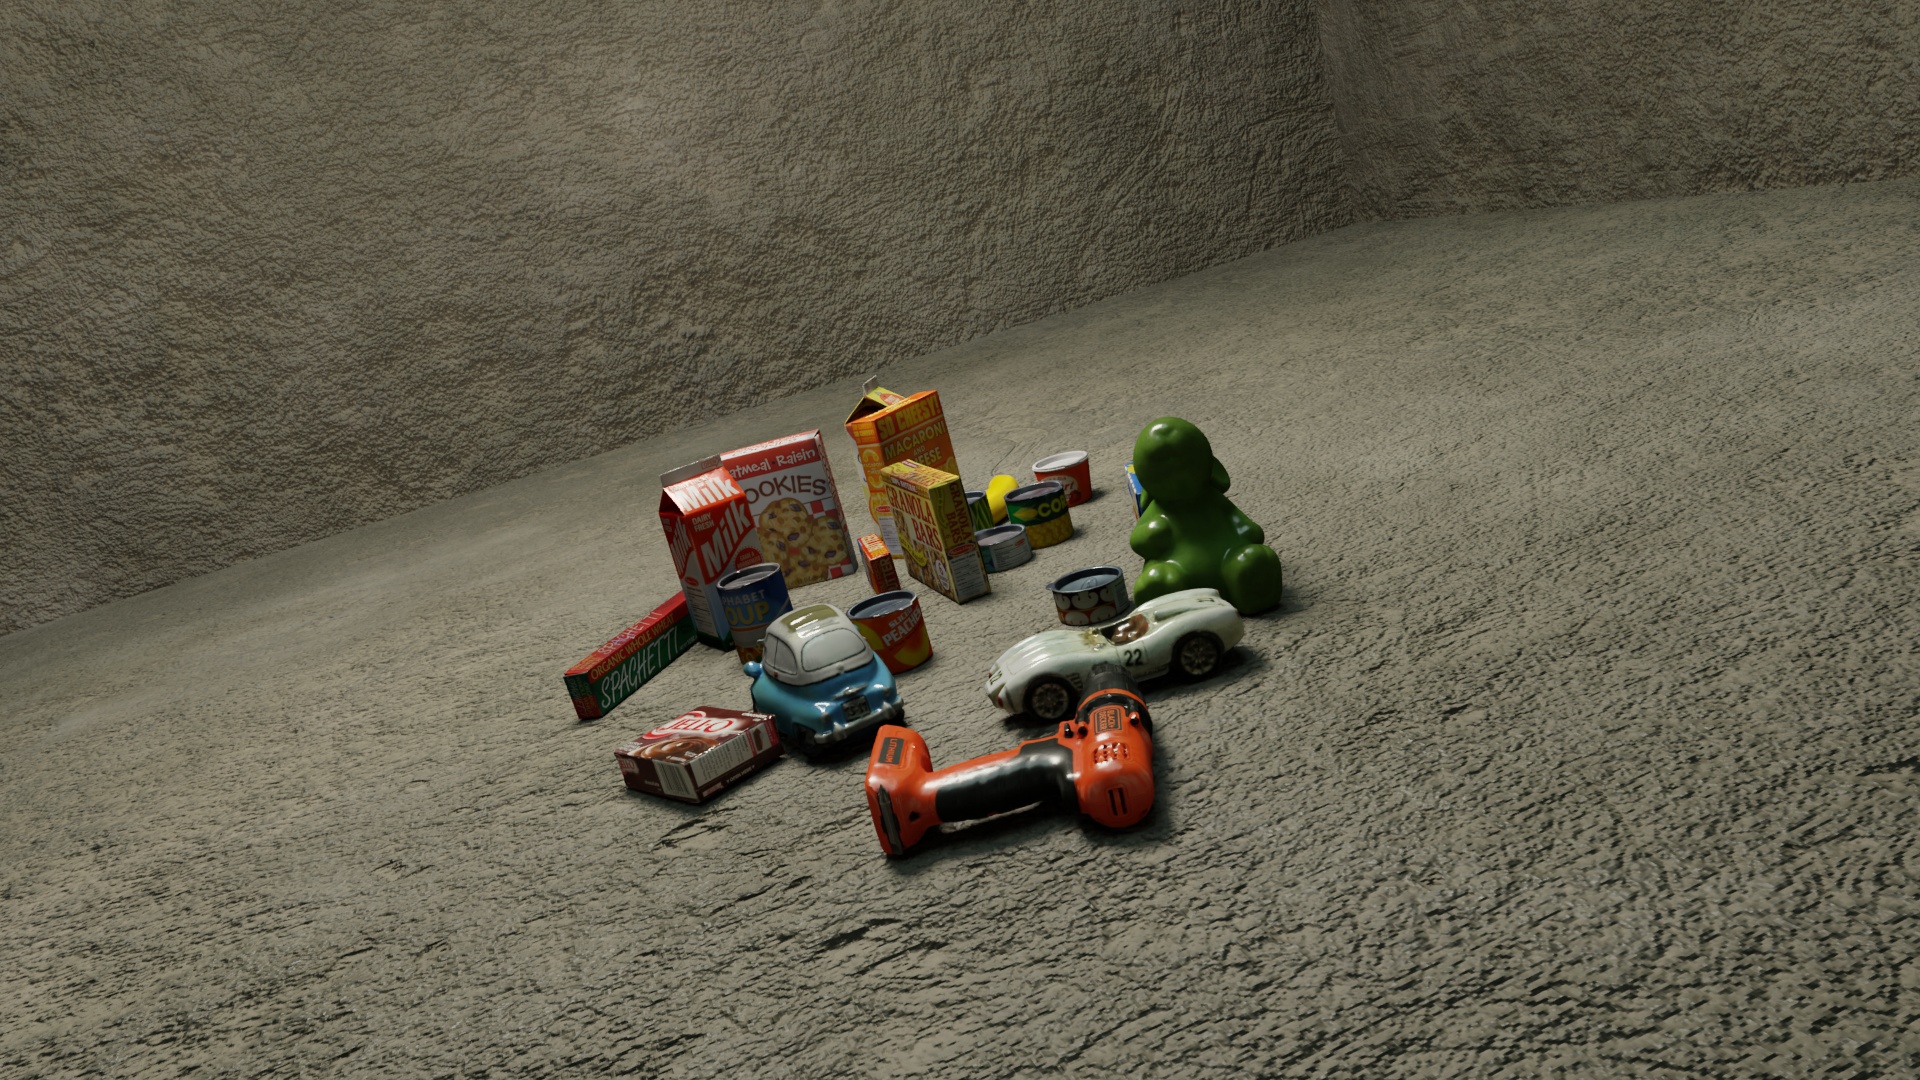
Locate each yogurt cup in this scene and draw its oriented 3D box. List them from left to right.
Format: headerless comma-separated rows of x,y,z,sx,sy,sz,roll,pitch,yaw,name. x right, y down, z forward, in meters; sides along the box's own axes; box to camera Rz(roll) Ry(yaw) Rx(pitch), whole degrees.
0.123,-0.071,1.640,0.072,0.053,0.072,-14,14,4,yogurt cup

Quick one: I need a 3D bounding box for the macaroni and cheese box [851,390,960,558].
-0.056,-0.078,1.622,0.040,0.166,0.124,-3,18,39,macaroni and cheese box

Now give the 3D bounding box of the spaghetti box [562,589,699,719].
-0.319,0.108,1.426,0.028,0.050,0.251,-9,16,23,spaghetti box

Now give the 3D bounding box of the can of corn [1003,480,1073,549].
0.087,-0.028,1.508,0.071,0.058,0.071,-14,14,4,can of corn

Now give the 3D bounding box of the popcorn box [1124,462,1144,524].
0.189,-0.025,1.341,0.038,0.085,0.127,-14,14,5,popcorn box

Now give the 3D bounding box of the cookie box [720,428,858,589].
-0.199,-0.031,1.588,0.123,0.167,0.040,-14,14,6,cookie box

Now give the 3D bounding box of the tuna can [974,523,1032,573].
0.040,0.008,1.471,0.071,0.032,0.071,-14,15,4,tuna can

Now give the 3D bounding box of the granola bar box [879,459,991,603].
-0.028,-0.013,1.435,0.039,0.124,0.165,-19,15,-16,granola bar box

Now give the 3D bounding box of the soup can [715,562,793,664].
-0.199,0.073,1.367,0.071,0.083,0.071,-14,14,4,soup can

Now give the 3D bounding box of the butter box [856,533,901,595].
-0.086,0.029,1.480,0.024,0.053,0.103,-17,15,-8,butter box

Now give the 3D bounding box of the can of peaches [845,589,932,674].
-0.062,0.083,1.245,0.071,0.058,0.071,-14,14,4,can of peaches

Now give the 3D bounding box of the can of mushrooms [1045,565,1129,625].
0.114,0.049,1.244,0.071,0.033,0.071,-14,15,4,can of mushrooms

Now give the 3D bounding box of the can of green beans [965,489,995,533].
0.004,-0.019,1.558,0.071,0.057,0.071,-14,14,4,can of green beans

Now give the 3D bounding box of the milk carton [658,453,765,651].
-0.254,0.011,1.442,0.072,0.190,0.073,-24,16,-31,milk carton

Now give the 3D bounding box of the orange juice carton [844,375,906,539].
-0.086,-0.105,1.701,0.073,0.192,0.072,-12,15,14,orange juice carton
